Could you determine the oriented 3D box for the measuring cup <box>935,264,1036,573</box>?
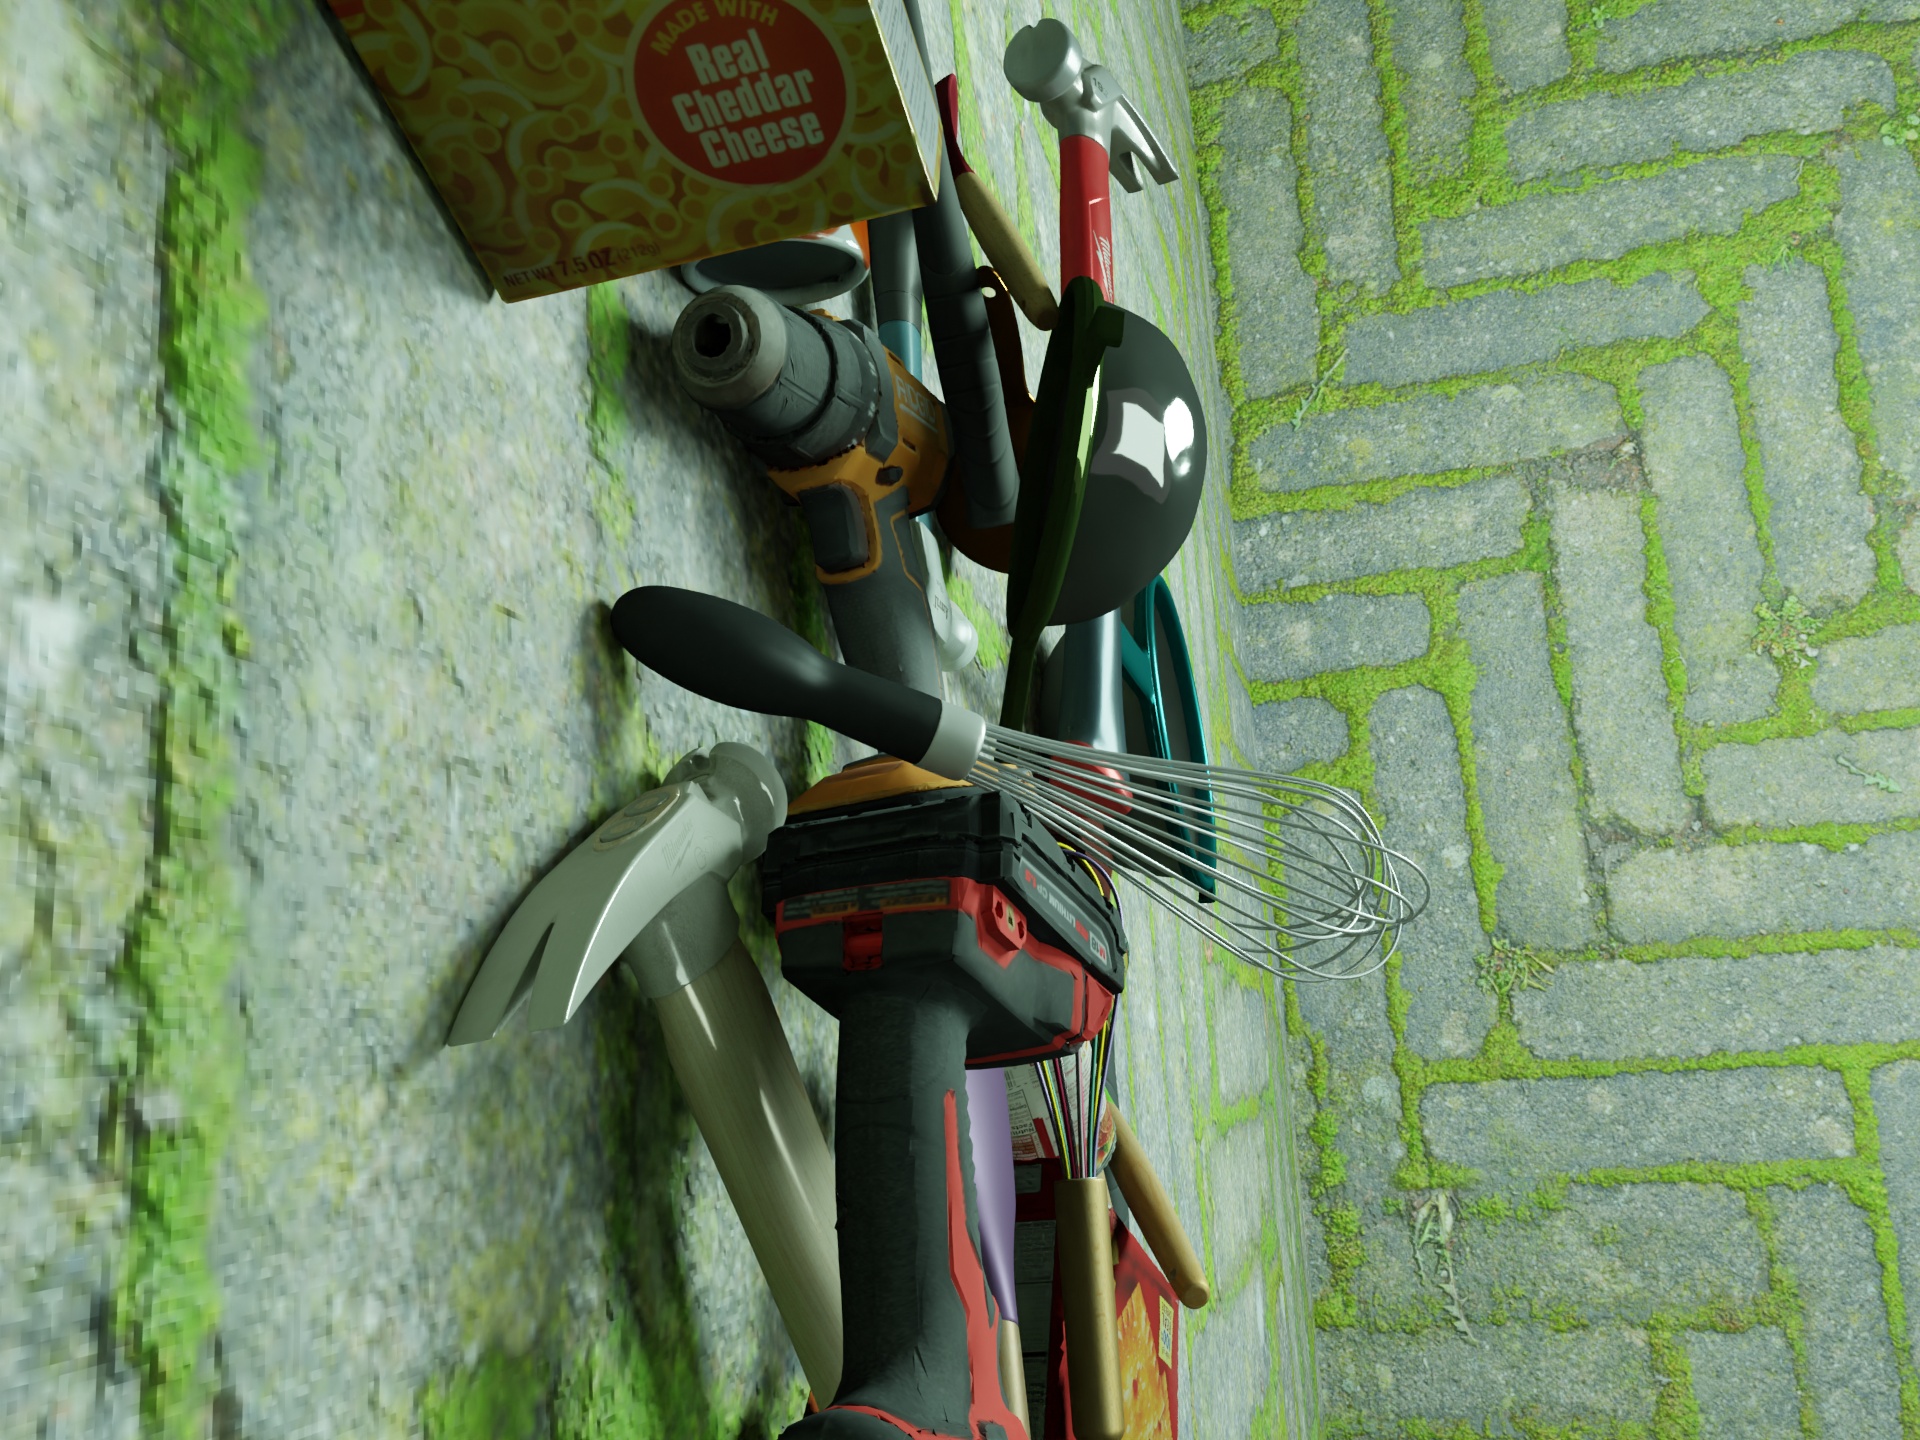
[{"bbox_3d":[0.022,-0.145,0.809,0.173,0.095,0.052,74,26,-49],"label":"measuring cup"}]

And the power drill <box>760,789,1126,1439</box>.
[{"bbox_3d":[-0.003,0.143,0.437,0.143,0.078,0.220,49,37,-53],"label":"power drill"}]

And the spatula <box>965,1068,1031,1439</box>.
[{"bbox_3d":[0.012,0.218,0.506,0.316,0.018,0.059,-94,159,-43],"label":"spatula"}]

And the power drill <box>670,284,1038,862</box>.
[{"bbox_3d":[-0.038,-0.038,0.575,0.185,0.084,0.226,10,69,-74],"label":"power drill"}]

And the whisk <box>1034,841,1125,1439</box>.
[{"bbox_3d":[0.044,0.170,0.665,0.047,0.051,0.245,23,58,-53],"label":"whisk"}]

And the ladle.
[{"bbox_3d":[0.009,-0.247,0.762,0.316,0.031,0.069,-106,-165,-55],"label":"ladle"}]

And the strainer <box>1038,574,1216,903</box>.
[{"bbox_3d":[0.084,-0.006,0.989,0.340,0.095,0.211,44,39,-64],"label":"strainer"}]

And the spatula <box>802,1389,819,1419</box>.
[{"bbox_3d":[0.000,0.353,0.549,0.322,0.041,0.081,62,23,-26],"label":"spatula"}]

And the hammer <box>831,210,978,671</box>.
[{"bbox_3d":[-0.030,-0.197,0.762,0.128,0.033,0.331,40,45,-70],"label":"hammer"}]

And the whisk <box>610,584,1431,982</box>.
[{"bbox_3d":[0.025,0.018,0.506,0.070,0.284,0.070,-59,-162,32],"label":"whisk"}]

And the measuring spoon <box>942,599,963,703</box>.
[{"bbox_3d":[-0.001,-0.003,0.808,0.034,0.018,0.124,-5,89,-75],"label":"measuring spoon"}]

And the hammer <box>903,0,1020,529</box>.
[{"bbox_3d":[-0.011,-0.216,0.662,0.146,0.035,0.334,-102,178,-45],"label":"hammer"}]

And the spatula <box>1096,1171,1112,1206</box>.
[{"bbox_3d":[0.104,0.349,0.903,0.082,0.044,0.318,99,-19,-64],"label":"spatula"}]

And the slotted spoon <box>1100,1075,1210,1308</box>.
[{"bbox_3d":[0.079,0.210,0.811,0.314,0.031,0.070,-123,-128,-78],"label":"slotted spoon"}]

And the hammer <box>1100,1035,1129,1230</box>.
[{"bbox_3d":[0.093,0.371,0.967,0.149,0.036,0.409,36,48,-69],"label":"hammer"}]

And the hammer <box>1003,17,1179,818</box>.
[{"bbox_3d":[0.071,-0.141,0.789,0.143,0.038,0.386,22,65,-56],"label":"hammer"}]

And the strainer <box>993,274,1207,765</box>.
[{"bbox_3d":[0.057,-0.052,0.672,0.151,0.069,0.256,-95,-167,-73],"label":"strainer"}]

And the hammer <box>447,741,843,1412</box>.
[{"bbox_3d":[-0.028,0.217,0.478,0.146,0.038,0.410,-57,130,-66],"label":"hammer"}]
